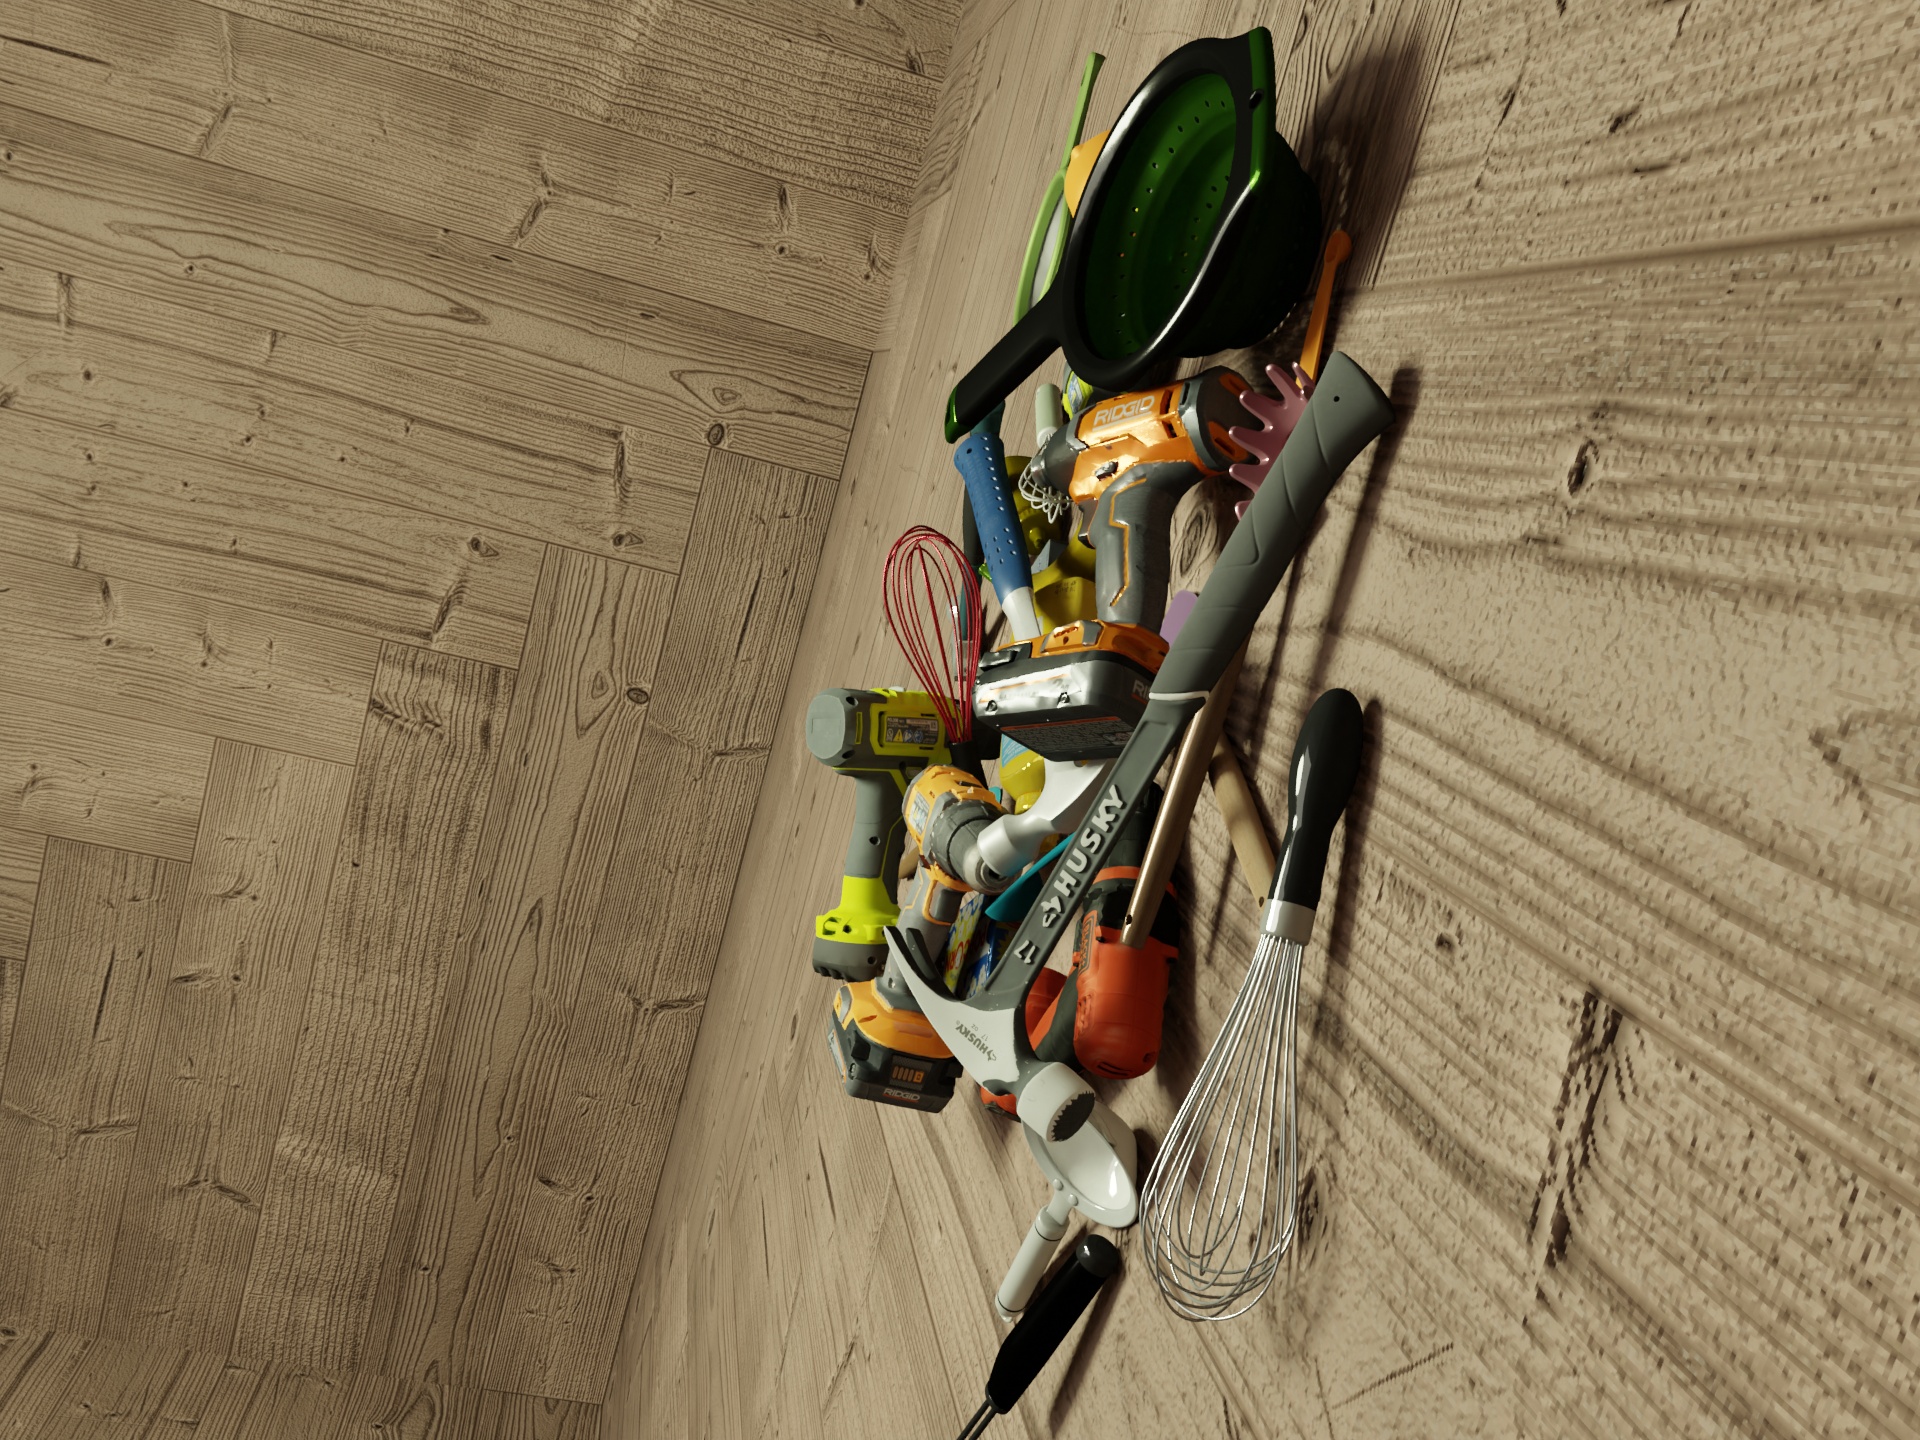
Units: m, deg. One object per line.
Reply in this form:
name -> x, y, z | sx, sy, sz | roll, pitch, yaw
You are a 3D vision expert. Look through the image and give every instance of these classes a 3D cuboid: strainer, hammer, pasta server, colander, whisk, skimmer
strainer -> 0.055, 0.282, 0.912 | 0.087, 0.050, 0.258 | 42, 138, 25
hammer -> 0.097, 0.003, 0.805 | 0.149, 0.036, 0.409 | 36, 102, 35
pasta server -> 0.134, -0.032, 0.839 | 0.060, 0.040, 0.316 | 17, 88, 63
colander -> 0.110, -0.263, 1.013 | 0.397, 0.094, 0.205 | -32, 50, 58
whisk -> 0.137, 0.121, 0.701 | 0.070, 0.070, 0.285 | 154, 134, -74
hammer -> 0.013, -0.156, 1.395 | 0.330, 0.033, 0.128 | 95, 172, -52
hammer -> 0.047, -0.080, 1.101 | 0.144, 0.035, 0.406 | -39, 37, 23
whisk -> -0.002, -0.004, 1.218 | 0.073, 0.073, 0.295 | -146, 44, -77
strainer -> 0.110, -0.440, 1.362 | 0.151, 0.069, 0.256 | -176, 100, -80
whisk -> 0.078, -0.234, 1.346 | 0.247, 0.059, 0.057 | -87, -1, -58
skimmer -> 0.019, 0.440, 0.932 | 0.363, 0.090, 0.127 | -60, 22, 21

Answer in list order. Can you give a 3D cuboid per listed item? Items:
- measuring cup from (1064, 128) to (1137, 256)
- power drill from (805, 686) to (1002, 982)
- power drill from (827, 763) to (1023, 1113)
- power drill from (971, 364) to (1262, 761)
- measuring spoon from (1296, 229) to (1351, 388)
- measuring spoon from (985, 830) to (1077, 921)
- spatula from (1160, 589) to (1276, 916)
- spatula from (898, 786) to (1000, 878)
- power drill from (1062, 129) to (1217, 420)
measuring cup -> 0.150, -0.419, 1.177 | 0.173, 0.095, 0.052 | -44, 36, 34
power drill -> -0.037, 0.089, 1.267 | 0.080, 0.190, 0.228 | 2, 88, 48
power drill -> -0.018, 0.154, 1.106 | 0.185, 0.084, 0.226 | -141, 67, -73
power drill -> 0.083, -0.093, 0.946 | 0.164, 0.084, 0.227 | -6, 61, 49
measuring spoon -> 0.198, -0.210, 0.873 | 0.021, 0.011, 0.117 | -147, 68, -76
measuring spoon -> 0.056, 0.091, 0.949 | 0.042, 0.021, 0.128 | -40, -4, -39
spatula -> 0.140, 0.011, 0.872 | 0.316, 0.018, 0.059 | -96, 24, -59
spatula -> -0.021, 0.123, 1.462 | 0.317, 0.044, 0.082 | 130, 150, -74
power drill -> 0.128, -0.312, 1.138 | 0.171, 0.080, 0.223 | -96, 20, -55
